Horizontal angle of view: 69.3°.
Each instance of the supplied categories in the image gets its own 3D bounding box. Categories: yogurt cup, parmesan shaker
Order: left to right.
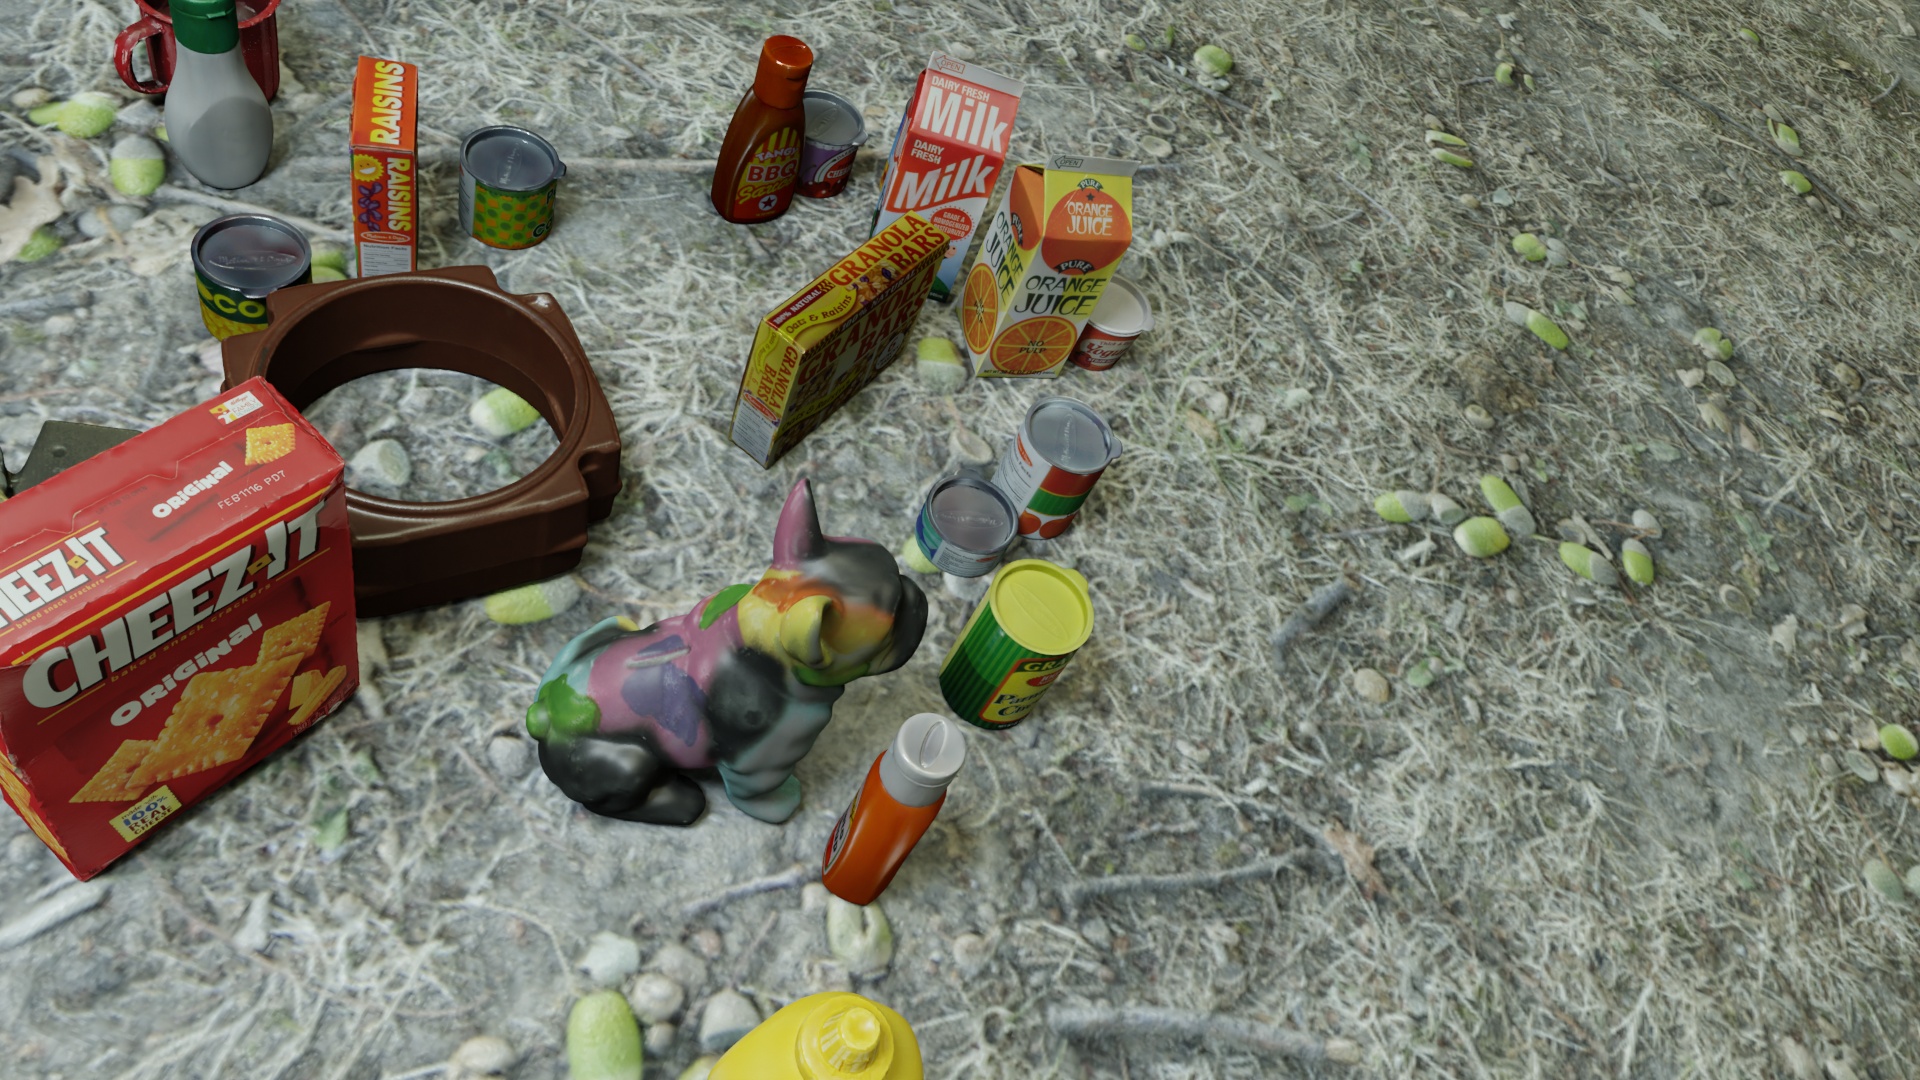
[{"bbox_3d":[0.035,0.066,0.863,0.071,0.102,0.071,11,53,-14],"label":"parmesan shaker"},{"bbox_3d":[0.110,-0.171,1.097,0.072,0.053,0.073,11,53,-14],"label":"yogurt cup"}]

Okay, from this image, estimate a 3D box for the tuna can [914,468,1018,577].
[{"bbox_3d":[0.003,-0.012,0.952,0.071,0.032,0.071,11,53,-14],"label":"tuna can"}]

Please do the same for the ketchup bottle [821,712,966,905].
[{"bbox_3d":[-0.035,0.143,0.750,0.043,0.148,0.065,25,51,-3],"label":"ketchup bottle"}]

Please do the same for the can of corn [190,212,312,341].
[{"bbox_3d":[-0.440,-0.159,0.868,0.071,0.058,0.071,11,53,-14],"label":"can of corn"}]

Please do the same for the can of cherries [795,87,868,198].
[{"bbox_3d":[-0.113,-0.316,1.111,0.071,0.058,0.072,11,53,-14],"label":"can of cherries"}]

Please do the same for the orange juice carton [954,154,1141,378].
[{"bbox_3d":[0.064,-0.207,1.015,0.072,0.191,0.073,-2,57,-23],"label":"orange juice carton"}]

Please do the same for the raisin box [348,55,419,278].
[{"bbox_3d":[-0.376,-0.238,0.909,0.040,0.122,0.086,2,55,-20],"label":"raisin box"}]

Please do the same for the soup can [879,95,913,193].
[{"bbox_3d":[-0.025,-0.307,1.123,0.071,0.083,0.072,11,53,-14],"label":"soup can"}]

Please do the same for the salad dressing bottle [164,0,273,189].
[{"bbox_3d":[-0.480,-0.295,0.894,0.064,0.146,0.044,-31,71,-35],"label":"salad dressing bottle"}]

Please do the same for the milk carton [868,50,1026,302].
[{"bbox_3d":[-0.014,-0.275,1.035,0.072,0.189,0.074,15,52,-11],"label":"milk carton"}]

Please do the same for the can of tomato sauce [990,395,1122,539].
[{"bbox_3d":[0.064,-0.049,0.971,0.071,0.082,0.071,11,53,-14],"label":"can of tomato sauce"}]

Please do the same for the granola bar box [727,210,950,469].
[{"bbox_3d":[-0.084,-0.139,0.951,0.039,0.123,0.166,38,51,8],"label":"granola bar box"}]

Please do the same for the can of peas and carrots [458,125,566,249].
[{"bbox_3d":[-0.317,-0.249,0.981,0.071,0.058,0.071,11,53,-14],"label":"can of peas and carrots"}]

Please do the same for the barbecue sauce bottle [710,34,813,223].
[{"bbox_3d":[-0.143,-0.304,1.032,0.065,0.147,0.044,-20,65,-32],"label":"barbecue sauce bottle"}]
